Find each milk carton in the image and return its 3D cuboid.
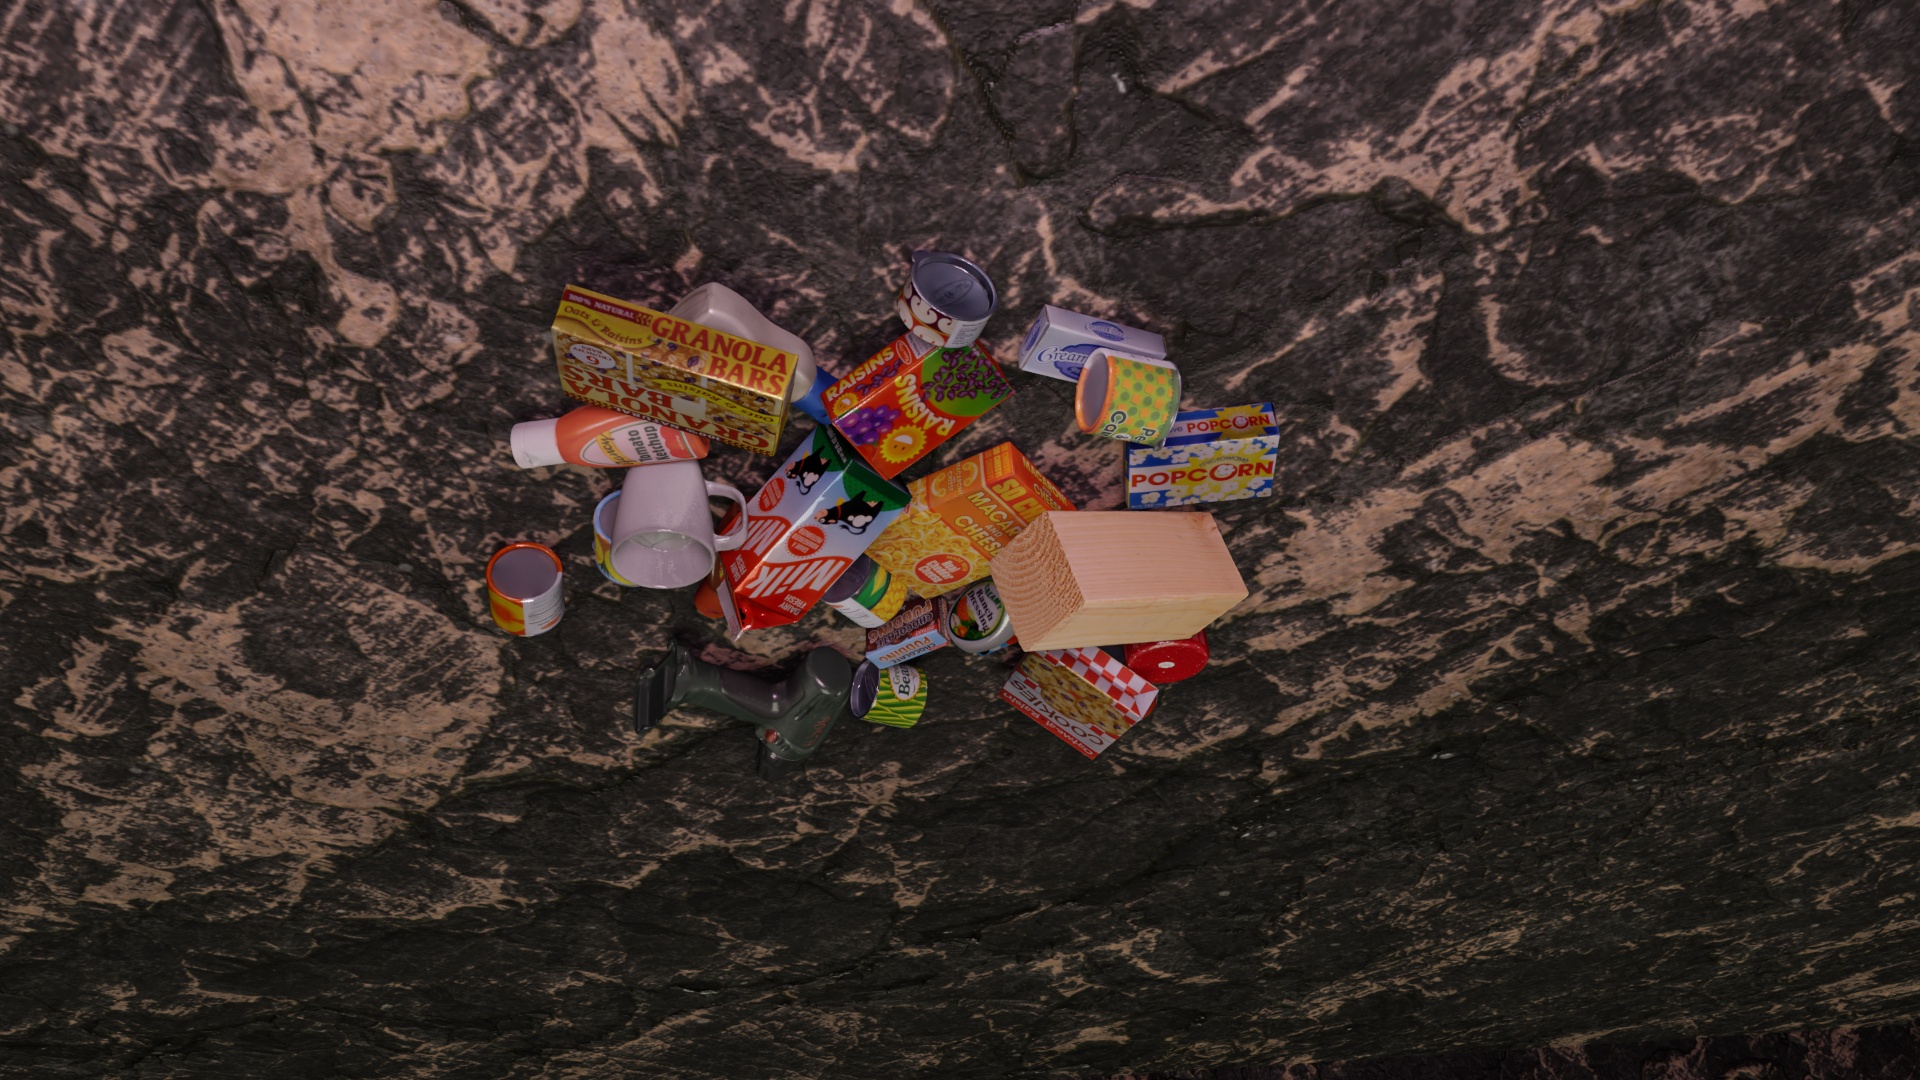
[{"bbox_3d":[-0.136,-0.003,1.150,0.190,0.072,0.073,-46,131,15],"label":"milk carton"}]

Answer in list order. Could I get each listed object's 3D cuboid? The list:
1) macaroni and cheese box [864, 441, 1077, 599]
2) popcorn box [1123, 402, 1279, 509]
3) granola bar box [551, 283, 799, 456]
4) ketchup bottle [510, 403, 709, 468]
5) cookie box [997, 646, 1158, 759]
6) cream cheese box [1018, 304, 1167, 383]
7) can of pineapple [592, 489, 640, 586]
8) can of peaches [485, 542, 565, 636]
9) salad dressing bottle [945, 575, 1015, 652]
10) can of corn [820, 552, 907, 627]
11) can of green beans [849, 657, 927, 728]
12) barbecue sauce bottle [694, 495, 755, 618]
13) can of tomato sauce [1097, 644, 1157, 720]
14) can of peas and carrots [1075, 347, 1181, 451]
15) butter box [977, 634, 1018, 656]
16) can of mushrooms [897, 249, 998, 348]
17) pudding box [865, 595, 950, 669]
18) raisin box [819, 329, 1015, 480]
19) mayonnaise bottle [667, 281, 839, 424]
[{"bbox_3d":[0.004,-0.015,1.229,0.166,0.040,0.123,-22,142,24],"label":"macaroni and cheese box"},{"bbox_3d":[0.201,-0.071,1.175,0.127,0.038,0.084,-6,144,2],"label":"popcorn box"},{"bbox_3d":[-0.206,-0.118,1.004,0.166,0.039,0.124,17,162,-6],"label":"granola bar box"},{"bbox_3d":[-0.278,-0.085,1.101,0.149,0.044,0.064,-7,141,5],"label":"ketchup bottle"},{"bbox_3d":[0.115,0.152,1.396,0.123,0.040,0.166,34,154,3],"label":"cookie box"},{"bbox_3d":[0.101,-0.145,1.073,0.104,0.024,0.053,11,141,-21],"label":"cream cheese box"},{"bbox_3d":[-0.283,-0.003,1.194,0.071,0.071,0.057,3,143,-10],"label":"can of pineapple"},{"bbox_3d":[-0.392,0.042,1.247,0.071,0.071,0.057,4,144,-11],"label":"can of peaches"},{"bbox_3d":[0.051,0.050,1.312,0.147,0.064,0.044,-40,149,28],"label":"salad dressing bottle"},{"bbox_3d":[-0.090,0.037,1.274,0.071,0.071,0.058,-23,141,24],"label":"can of corn"},{"bbox_3d":[-0.074,0.158,1.439,0.058,0.071,0.071,16,139,-26],"label":"can of green beans"},{"bbox_3d":[-0.199,0.018,1.251,0.065,0.044,0.147,13,141,-25],"label":"barbecue sauce bottle"},{"bbox_3d":[0.171,0.144,1.443,0.071,0.071,0.082,-9,144,7],"label":"can of tomato sauce"},{"bbox_3d":[0.125,-0.106,1.047,0.059,0.071,0.070,9,142,-17],"label":"can of peas and carrots"},{"bbox_3d":[0.048,0.079,1.379,0.103,0.024,0.053,-25,140,27],"label":"butter box"},{"bbox_3d":[-0.011,-0.173,0.990,0.071,0.071,0.033,10,142,-19],"label":"can of mushrooms"},{"bbox_3d":[-0.052,0.089,1.360,0.083,0.050,0.030,-21,139,22],"label":"pudding box"},{"bbox_3d":[-0.033,-0.112,1.062,0.123,0.040,0.086,-34,139,8],"label":"raisin box"},{"bbox_3d":[-0.147,-0.136,1.044,0.064,0.041,0.148,-24,140,36],"label":"mayonnaise bottle"}]
